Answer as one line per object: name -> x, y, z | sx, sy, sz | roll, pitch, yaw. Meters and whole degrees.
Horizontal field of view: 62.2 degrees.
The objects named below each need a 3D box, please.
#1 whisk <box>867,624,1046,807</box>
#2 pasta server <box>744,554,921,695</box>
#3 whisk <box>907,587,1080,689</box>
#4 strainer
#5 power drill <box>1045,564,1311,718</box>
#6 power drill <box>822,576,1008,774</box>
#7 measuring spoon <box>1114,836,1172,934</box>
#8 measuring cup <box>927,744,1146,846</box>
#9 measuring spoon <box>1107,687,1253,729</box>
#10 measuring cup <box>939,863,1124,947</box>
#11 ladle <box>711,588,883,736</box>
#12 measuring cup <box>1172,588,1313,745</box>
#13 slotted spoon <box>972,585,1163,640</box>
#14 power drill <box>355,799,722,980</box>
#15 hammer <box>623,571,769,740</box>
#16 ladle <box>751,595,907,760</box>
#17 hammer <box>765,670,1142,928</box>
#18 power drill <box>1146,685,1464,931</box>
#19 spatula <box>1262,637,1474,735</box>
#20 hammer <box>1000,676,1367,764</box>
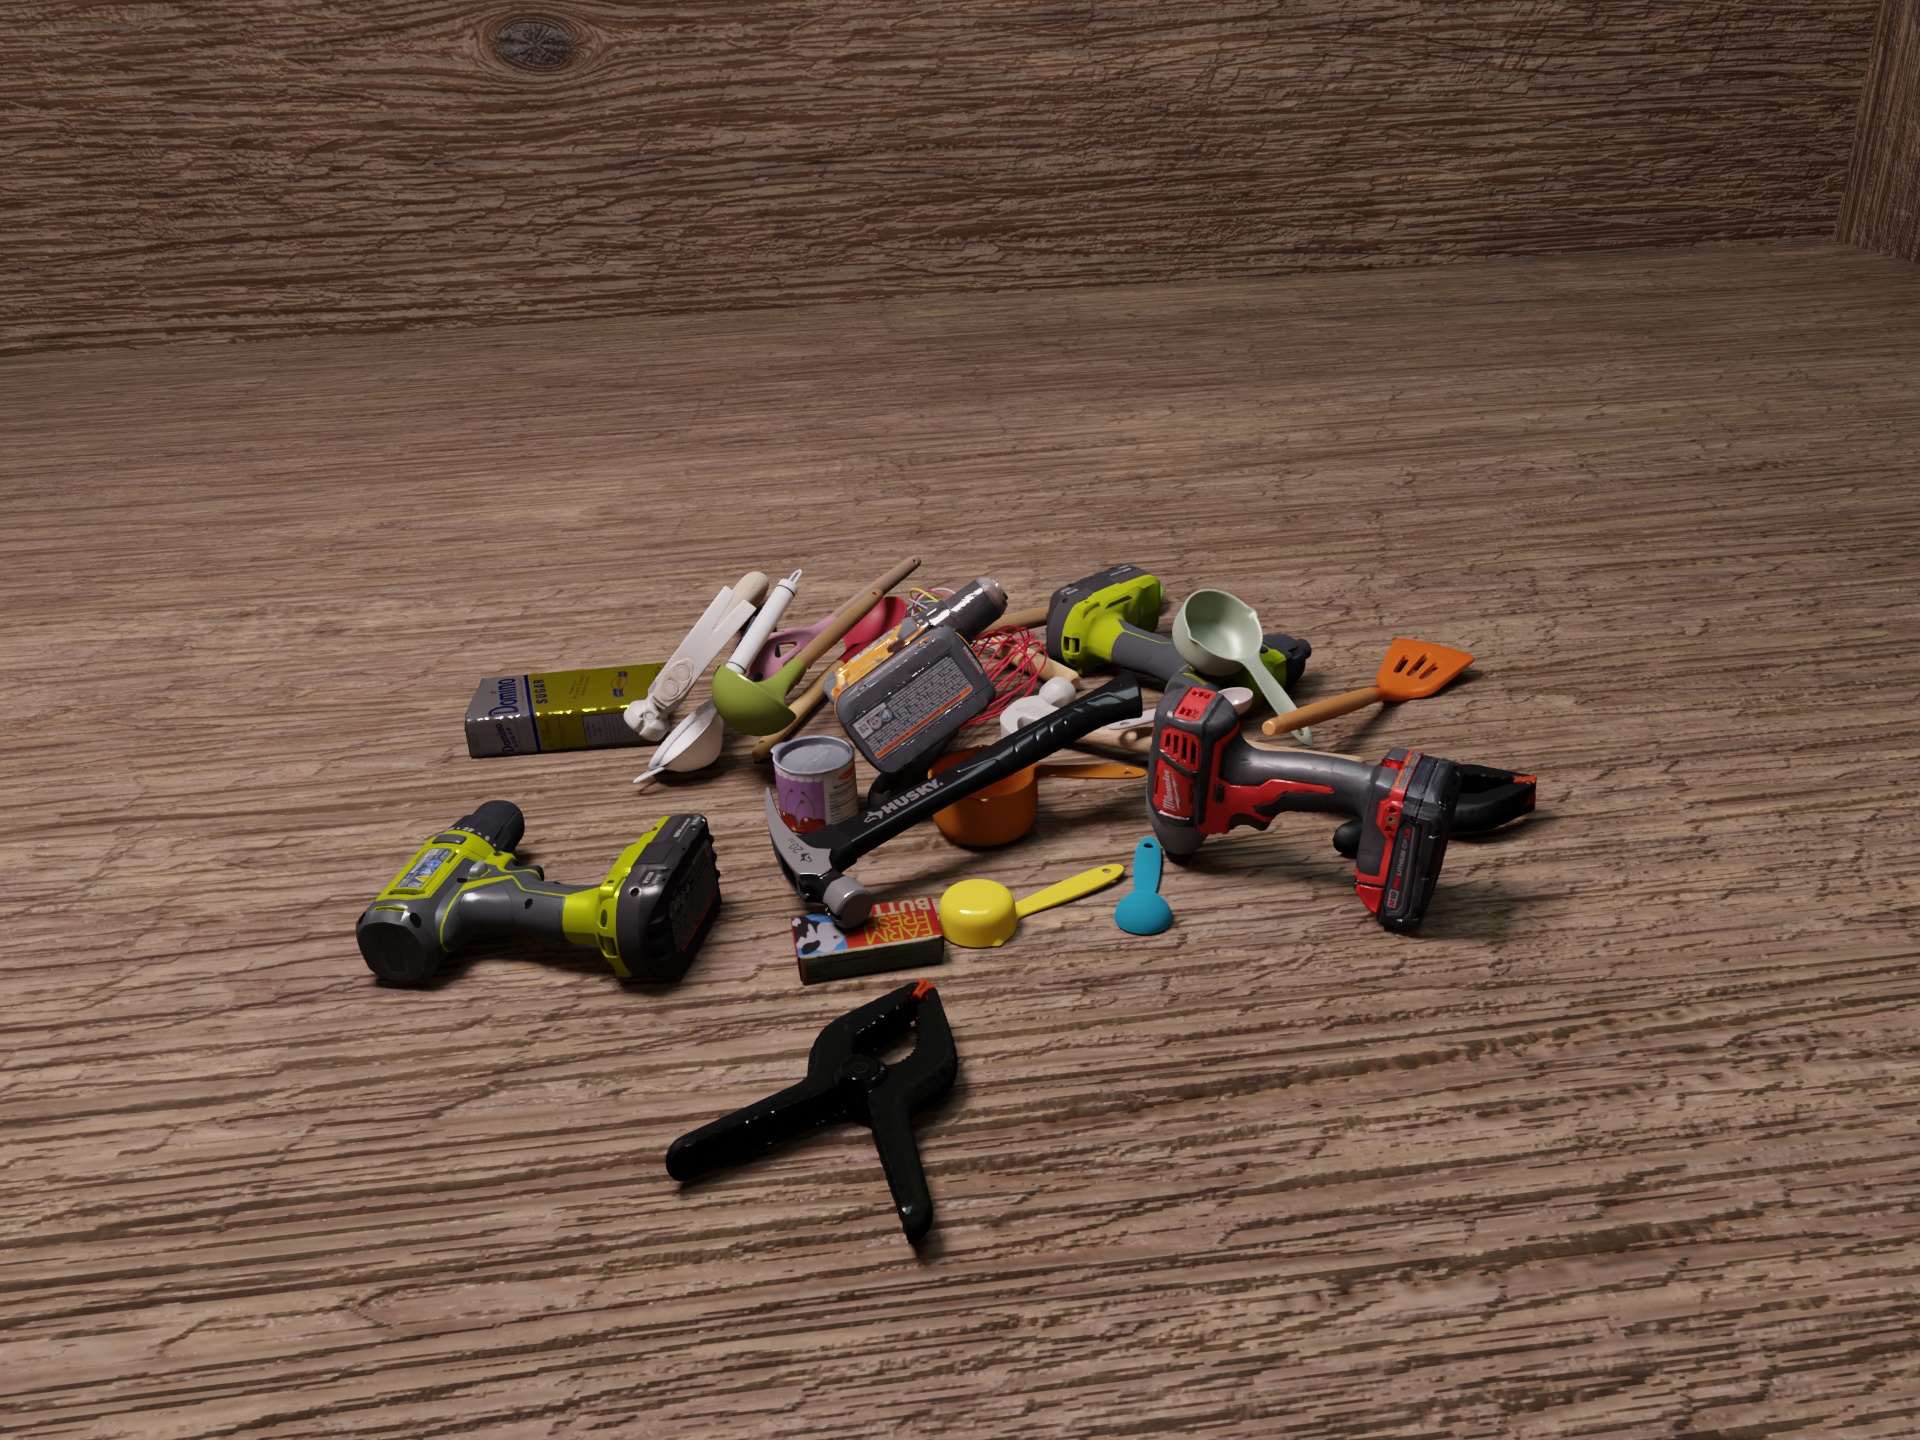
whisk -> -0.002, -0.004, 1.408 | 0.073, 0.073, 0.296 | 11, 36, 26
pasta server -> -0.118, -0.102, 1.563 | 0.040, 0.060, 0.316 | -29, 9, 35
whisk -> 0.026, -0.081, 1.571 | 0.051, 0.047, 0.245 | -21, 35, -35
strainer -> -0.203, -0.036, 1.410 | 0.087, 0.050, 0.258 | -13, 42, 55
power drill -> 0.204, -0.069, 1.498 | 0.171, 0.080, 0.223 | -24, 37, -35
power drill -> -0.028, -0.048, 1.356 | 0.185, 0.084, 0.226 | -36, 13, 1
measuring spoon -> 0.138, 0.115, 1.187 | 0.042, 0.021, 0.129 | 2, 28, 8
measuring cup -> 0.061, 0.062, 1.271 | 0.173, 0.052, 0.095 | -1, 26, 0
measuring spoon -> 0.186, -0.003, 1.337 | 0.124, 0.018, 0.034 | -13, 23, 5
measuring cup -> 0.055, 0.123, 1.169 | 0.156, 0.029, 0.062 | -18, 30, -25
ladle -> -0.131, -0.069, 1.438 | 0.078, 0.062, 0.320 | 33, 32, 4
measuring cup -> 0.245, -0.038, 1.374 | 0.083, 0.038, 0.168 | -22, 70, -33
slotted spoon -> 0.091, -0.106, 1.582 | 0.313, 0.031, 0.070 | -16, 36, -43
power drill -> -0.298, 0.117, 1.166 | 0.228, 0.080, 0.191 | 0, 27, 12
hammer -> -0.221, -0.098, 1.511 | 0.038, 0.146, 0.411 | 38, 13, -8
ladle -> -0.126, -0.042, 1.522 | 0.069, 0.031, 0.315 | -9, 24, 26
hammer -> 0.006, 0.039, 1.219 | 0.335, 0.035, 0.146 | -27, 40, -25
power drill -> 0.241, 0.067, 1.160 | 0.220, 0.143, 0.078 | 16, 36, 21
spatula -> 0.350, -0.027, 1.396 | 0.081, 0.041, 0.322 | 19, 21, 36
hammer -> 0.177, 0.021, 1.334 | 0.331, 0.031, 0.130 | 10, 30, 35
